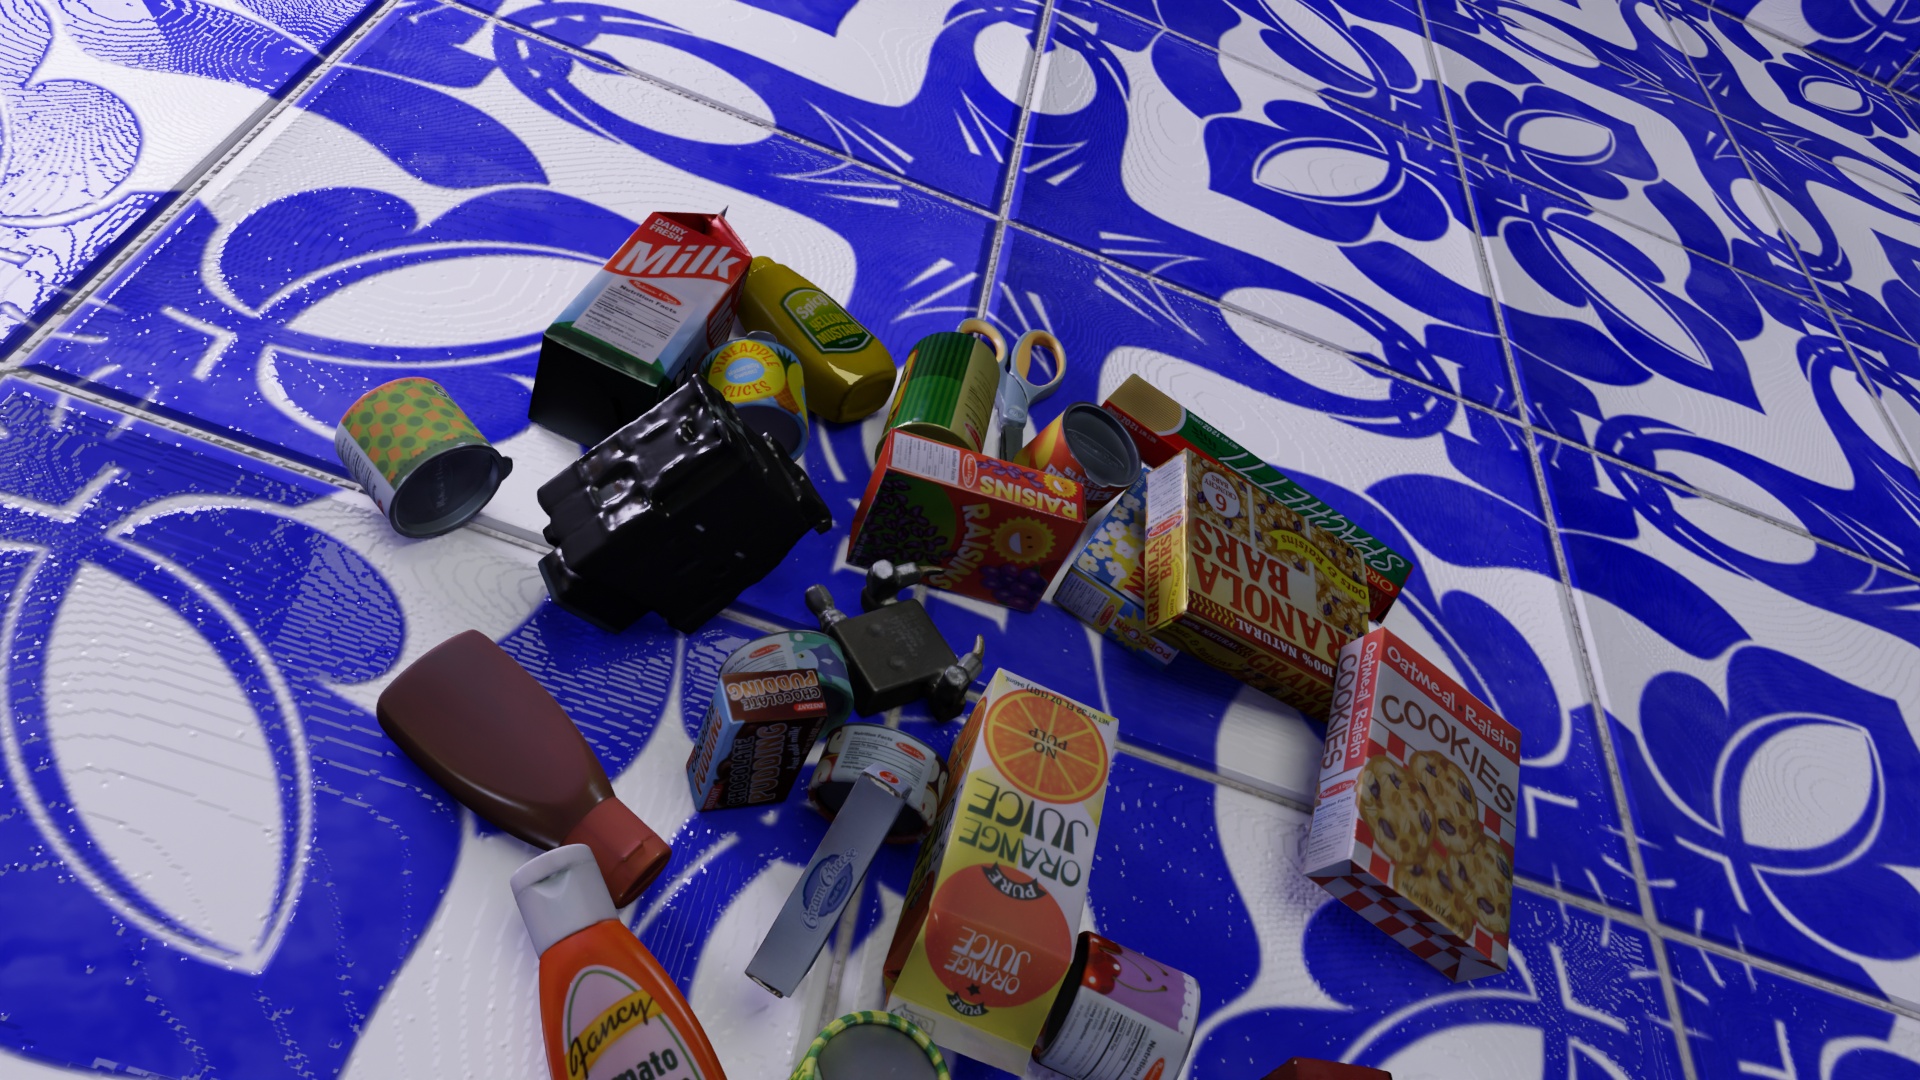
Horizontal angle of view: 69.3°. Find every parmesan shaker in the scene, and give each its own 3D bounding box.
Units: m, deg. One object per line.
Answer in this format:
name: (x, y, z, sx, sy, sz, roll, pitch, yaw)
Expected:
parmesan shaker: (-0.013, -0.080, 0.909, 0.071, 0.071, 0.103, 21, 43, -7)

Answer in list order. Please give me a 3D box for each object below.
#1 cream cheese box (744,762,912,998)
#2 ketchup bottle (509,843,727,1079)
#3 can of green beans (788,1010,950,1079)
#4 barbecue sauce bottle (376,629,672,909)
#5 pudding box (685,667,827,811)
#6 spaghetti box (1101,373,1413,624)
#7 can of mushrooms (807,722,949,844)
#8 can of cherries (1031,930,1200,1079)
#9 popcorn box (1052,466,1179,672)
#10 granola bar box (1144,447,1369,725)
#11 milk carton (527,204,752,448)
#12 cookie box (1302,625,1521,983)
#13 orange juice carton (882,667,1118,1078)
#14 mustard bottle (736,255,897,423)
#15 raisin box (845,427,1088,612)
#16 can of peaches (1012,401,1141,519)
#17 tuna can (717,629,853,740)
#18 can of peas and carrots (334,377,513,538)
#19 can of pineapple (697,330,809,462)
cream cheese box: (-0.058, 0.153, 0.633, 0.024, 0.053, 0.104, 30, 87, 6)
ketchup bottle: (-0.144, 0.200, 0.578, 0.065, 0.043, 0.149, -24, 67, -16)
can of green beans: (-0.043, 0.243, 0.591, 0.071, 0.057, 0.071, 14, 45, -14)
barbecue sauce bottle: (-0.200, 0.109, 0.651, 0.149, 0.043, 0.065, 39, 54, 12)
pudding box: (-0.101, 0.098, 0.681, 0.050, 0.083, 0.030, 0, 50, -27)
spaghetti box: (0.210, -0.033, 0.999, 0.250, 0.028, 0.050, 36, 44, 10)
can of mushrooms: (-0.042, 0.124, 0.699, 0.071, 0.070, 0.034, 23, 54, -5)
can of cherries: (0.073, 0.226, 0.660, 0.058, 0.071, 0.072, 25, 43, -2)
popcorn box: (0.125, 0.016, 0.904, 0.085, 0.038, 0.127, 33, 43, 7)
granola bar box: (0.190, 0.031, 0.876, 0.165, 0.039, 0.125, 27, 50, -26)
milk carton: (-0.190, -0.140, 0.874, 0.073, 0.072, 0.192, 25, 44, -3)
cookie box: (0.267, 0.150, 0.810, 0.123, 0.040, 0.168, 36, 48, -15)
orange juice carton: (0.019, 0.164, 0.685, 0.072, 0.072, 0.194, 24, 44, -4)
mustard bottle: (-0.112, -0.147, 0.934, 0.160, 0.048, 0.065, 45, 44, 18)
raisin box: (0.003, -0.010, 0.834, 0.123, 0.085, 0.040, 16, 43, -12)
can of peaches: (0.075, -0.047, 0.916, 0.071, 0.057, 0.071, 22, 48, -27)
tuna can: (-0.089, 0.079, 0.721, 0.071, 0.070, 0.033, 1, 50, -26)
can of peas and carrots: (-0.286, -0.046, 0.740, 0.071, 0.070, 0.059, -27, 64, -41)
can of pineapple: (-0.128, -0.083, 0.851, 0.071, 0.070, 0.058, 7, 47, -20)
